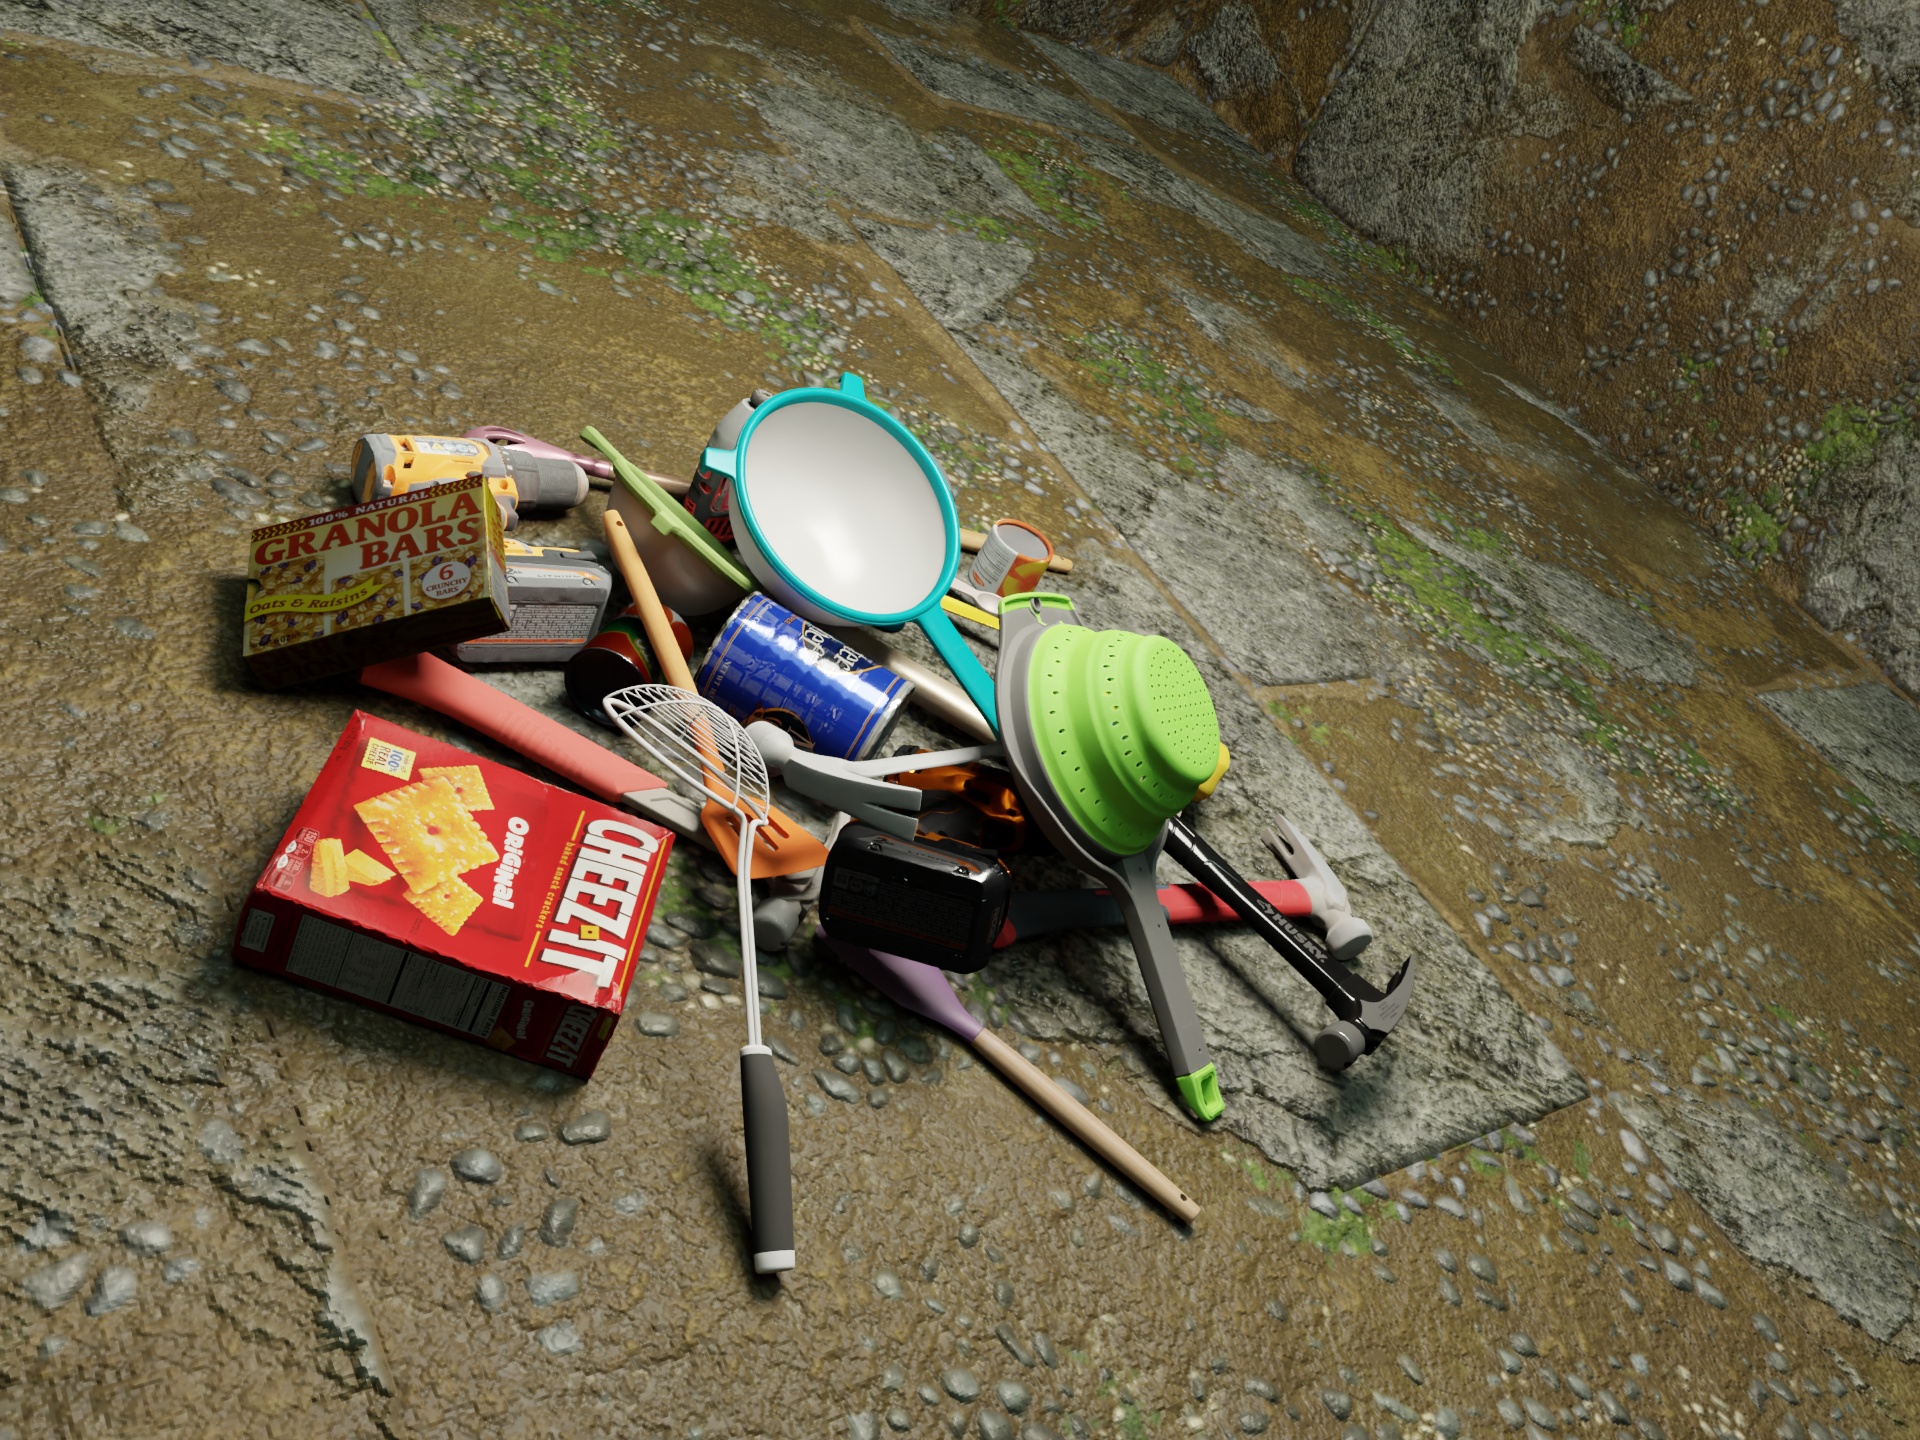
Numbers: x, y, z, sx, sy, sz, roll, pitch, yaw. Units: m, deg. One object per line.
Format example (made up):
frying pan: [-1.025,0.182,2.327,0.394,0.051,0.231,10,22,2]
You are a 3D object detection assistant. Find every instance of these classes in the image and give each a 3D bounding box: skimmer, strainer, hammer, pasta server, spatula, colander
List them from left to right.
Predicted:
hammer: [-0.251,0.028,1.107,0.359,0.036,0.149,29,34,-2]
pasta server: [-0.287,-0.207,1.393,0.316,0.040,0.060,10,39,-33]
strainer: [-0.262,-0.159,1.280,0.257,0.069,0.151,43,1,39]
spatula: [-0.189,-0.023,1.120,0.081,0.041,0.323,-7,62,-42]
skimmer: [-0.153,0.145,0.954,0.127,0.090,0.364,39,39,-61]
strainer: [-0.073,-0.108,1.309,0.340,0.095,0.211,54,48,-5]
hammer: [-0.002,-0.004,1.331,0.410,0.038,0.146,29,35,-2]
hammer: [0.035,0.025,1.166,0.144,0.035,0.405,24,20,37]
spatula: [0.033,0.229,1.073,0.316,0.018,0.060,38,34,13]
hammer: [0.156,0.135,1.267,0.386,0.038,0.143,2,41,-34]
colander: [0.145,0.082,1.125,0.204,0.094,0.397,-8,79,-57]
hammer: [0.212,0.127,1.253,0.335,0.035,0.146,43,36,23]

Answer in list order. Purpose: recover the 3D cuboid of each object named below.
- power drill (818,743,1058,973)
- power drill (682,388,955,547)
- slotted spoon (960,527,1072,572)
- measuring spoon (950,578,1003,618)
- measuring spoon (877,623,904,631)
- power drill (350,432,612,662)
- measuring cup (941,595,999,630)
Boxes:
power drill: [0.004,0.091,1.119,0.164,0.084,0.226,14,20,9]
power drill: [-0.125,-0.206,1.407,0.219,0.143,0.079,11,32,-29]
slotted spoon: [-0.024,-0.186,1.558,0.313,0.031,0.070,12,36,-27]
measuring spoon: [-0.011,-0.125,1.503,0.124,0.018,0.034,27,33,9]
measuring spoon: [-0.105,-0.115,1.409,0.128,0.021,0.042,21,35,-14]
power drill: [-0.345,-0.141,1.221,0.185,0.084,0.226,-3,41,-40]
measuring cup: [0.023,-0.080,1.460,0.156,0.029,0.062,24,34,1]
